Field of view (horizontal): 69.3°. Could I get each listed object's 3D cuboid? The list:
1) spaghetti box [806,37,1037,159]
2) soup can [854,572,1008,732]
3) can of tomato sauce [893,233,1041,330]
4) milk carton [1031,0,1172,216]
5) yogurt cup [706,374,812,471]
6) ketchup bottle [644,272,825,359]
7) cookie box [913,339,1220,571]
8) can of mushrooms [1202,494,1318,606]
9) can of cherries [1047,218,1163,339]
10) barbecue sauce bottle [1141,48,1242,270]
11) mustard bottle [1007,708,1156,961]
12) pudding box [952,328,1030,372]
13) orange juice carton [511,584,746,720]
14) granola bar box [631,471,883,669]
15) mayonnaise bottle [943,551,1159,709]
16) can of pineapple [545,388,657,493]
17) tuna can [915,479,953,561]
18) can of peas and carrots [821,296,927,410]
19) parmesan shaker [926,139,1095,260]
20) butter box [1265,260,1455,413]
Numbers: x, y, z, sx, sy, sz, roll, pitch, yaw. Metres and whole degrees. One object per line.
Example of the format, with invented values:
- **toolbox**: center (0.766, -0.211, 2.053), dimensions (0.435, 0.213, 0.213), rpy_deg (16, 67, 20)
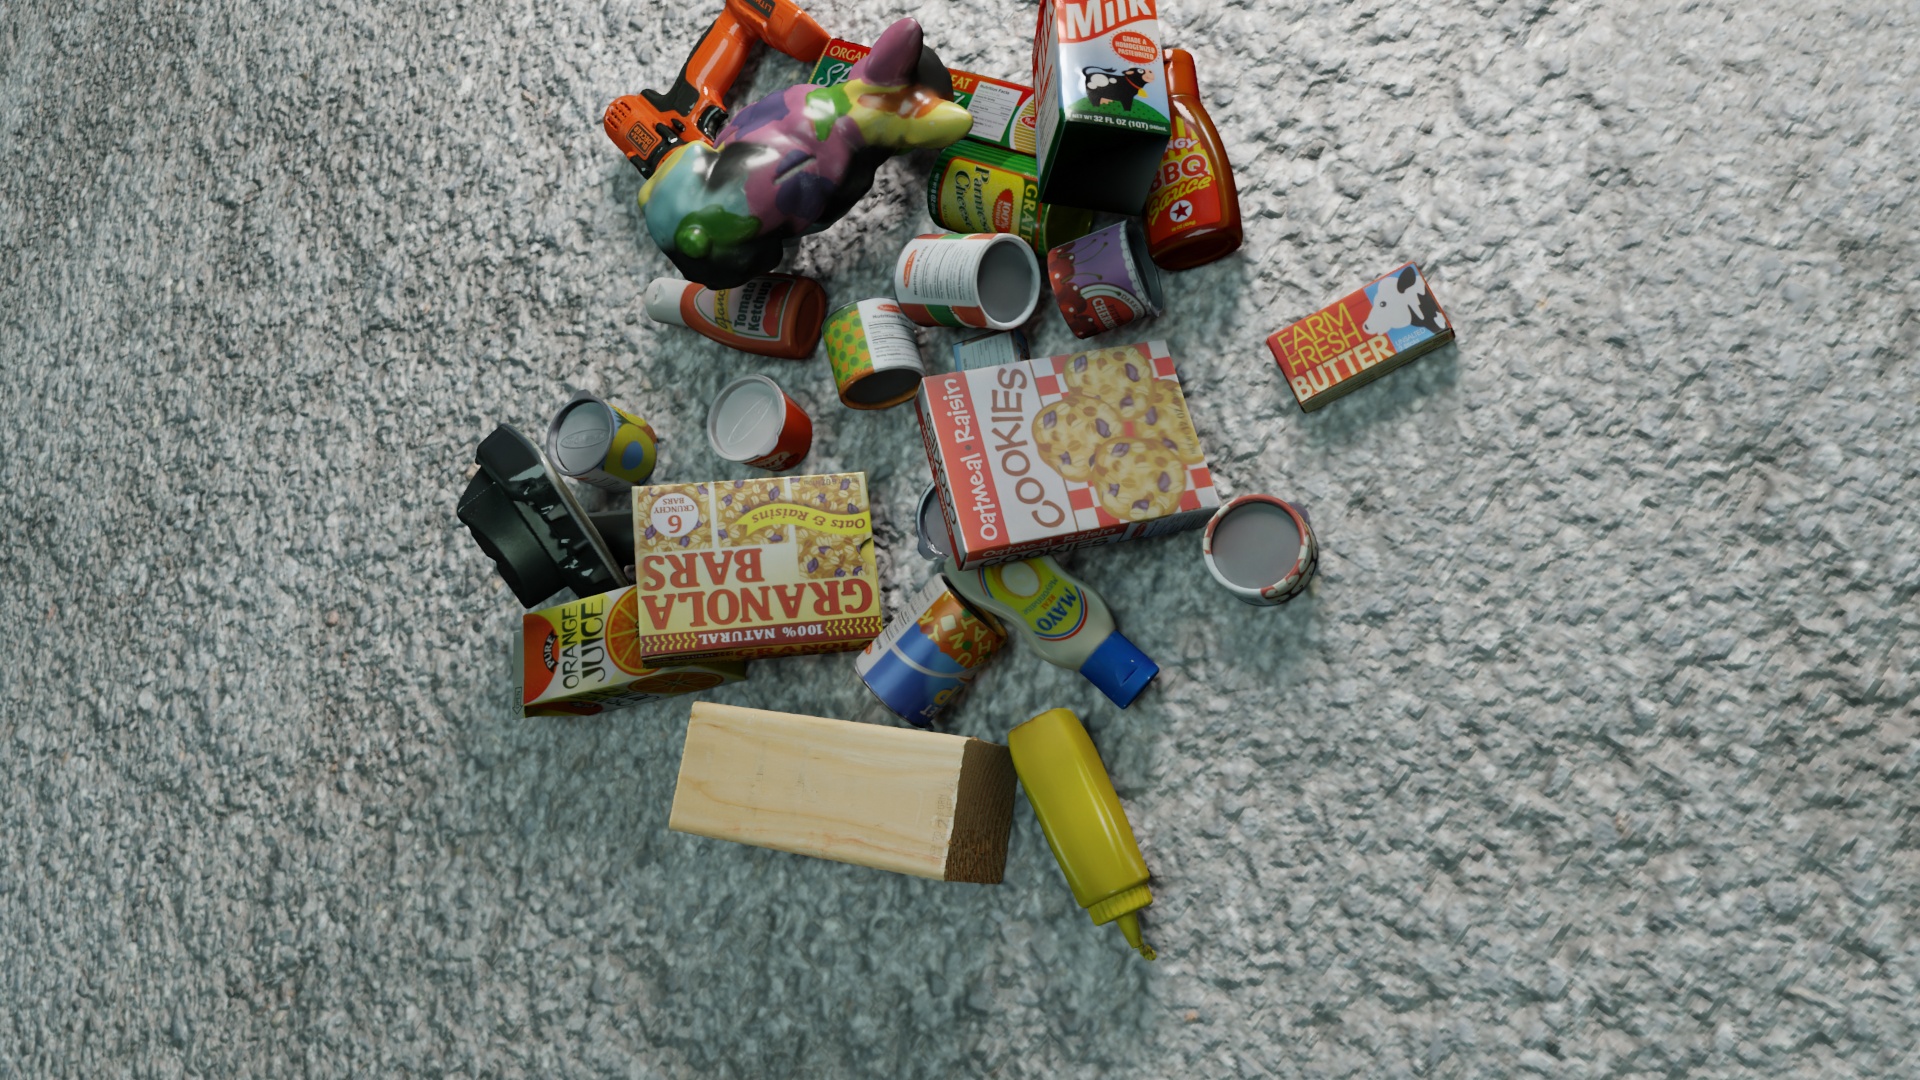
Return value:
- **spaghetti box**: center (-0.009, -0.329, 1.048), dimensions (0.250, 0.028, 0.050), rpy_deg (24, 88, 28)
- **soup can**: center (-0.017, 0.075, 0.929), dimensions (0.083, 0.071, 0.071), rpy_deg (-47, 63, 8)
- **can of tomato sauce**: center (0.006, -0.180, 0.969), dimensions (0.083, 0.071, 0.071), rpy_deg (12, 82, 46)
- **milk carton**: center (0.091, -0.317, 0.939), dimensions (0.072, 0.073, 0.191), rpy_deg (5, 57, -9)
- **yogurt cup**: center (-0.147, -0.084, 1.037), dimensions (0.072, 0.054, 0.072), rpy_deg (-7, 74, 24)
- **ketchup bottle**: center (-0.178, -0.180, 1.083), dimensions (0.149, 0.043, 0.065), rpy_deg (11, 83, 28)
- **cookie box**: center (0.066, -0.055, 0.891), dimensions (0.168, 0.040, 0.123), rpy_deg (-10, 70, -12)
- **can of mushrooms**: center (0.188, 0.004, 0.866), dimensions (0.071, 0.033, 0.071), rpy_deg (-7, 74, 25)
- **can of cherries**: center (0.098, -0.173, 0.935), dimensions (0.058, 0.071, 0.071), rpy_deg (-17, 70, 21)
- **barbecue sauce bottle**: center (0.151, -0.261, 0.945), dimensions (0.065, 0.043, 0.149), rpy_deg (-15, 71, 28)
- **mustard bottle**: center (0.080, 0.184, 0.856), dimensions (0.049, 0.065, 0.160), rpy_deg (-28, 70, 13)
- **pudding box**: center (0.026, -0.103, 0.973), dimensions (0.049, 0.030, 0.084), rpy_deg (-15, 71, 20)
- **orange juice carton**: center (-0.261, 0.083, 1.038), dimensions (0.192, 0.073, 0.072), rpy_deg (-14, 71, 22)
- **granola bar box**: center (-0.142, 0.020, 0.969), dimensions (0.166, 0.039, 0.124), rpy_deg (-4, 72, -11)
- **mayonnaise bottle**: center (0.061, 0.046, 0.893), dimensions (0.148, 0.041, 0.065), rpy_deg (42, 85, 13)
- **can of pineapple**: center (-0.282, -0.077, 1.098), dimensions (0.071, 0.058, 0.071), rpy_deg (-6, 75, 24)
- **tuna can**: center (0.003, -0.012, 0.958), dimensions (0.071, 0.033, 0.071), rpy_deg (-6, 75, 24)
- **can of peas and carrots**: center (-0.063, -0.133, 1.004), dimensions (0.071, 0.071, 0.059), rpy_deg (-23, 69, 19)
- **parmesan shaker**: center (0.035, -0.238, 0.984), dimensions (0.103, 0.071, 0.071), rpy_deg (23, 88, 29)
- **butter box**: center (0.250, -0.127, 0.874), dimensions (0.103, 0.024, 0.053), rpy_deg (-27, 68, 17)
